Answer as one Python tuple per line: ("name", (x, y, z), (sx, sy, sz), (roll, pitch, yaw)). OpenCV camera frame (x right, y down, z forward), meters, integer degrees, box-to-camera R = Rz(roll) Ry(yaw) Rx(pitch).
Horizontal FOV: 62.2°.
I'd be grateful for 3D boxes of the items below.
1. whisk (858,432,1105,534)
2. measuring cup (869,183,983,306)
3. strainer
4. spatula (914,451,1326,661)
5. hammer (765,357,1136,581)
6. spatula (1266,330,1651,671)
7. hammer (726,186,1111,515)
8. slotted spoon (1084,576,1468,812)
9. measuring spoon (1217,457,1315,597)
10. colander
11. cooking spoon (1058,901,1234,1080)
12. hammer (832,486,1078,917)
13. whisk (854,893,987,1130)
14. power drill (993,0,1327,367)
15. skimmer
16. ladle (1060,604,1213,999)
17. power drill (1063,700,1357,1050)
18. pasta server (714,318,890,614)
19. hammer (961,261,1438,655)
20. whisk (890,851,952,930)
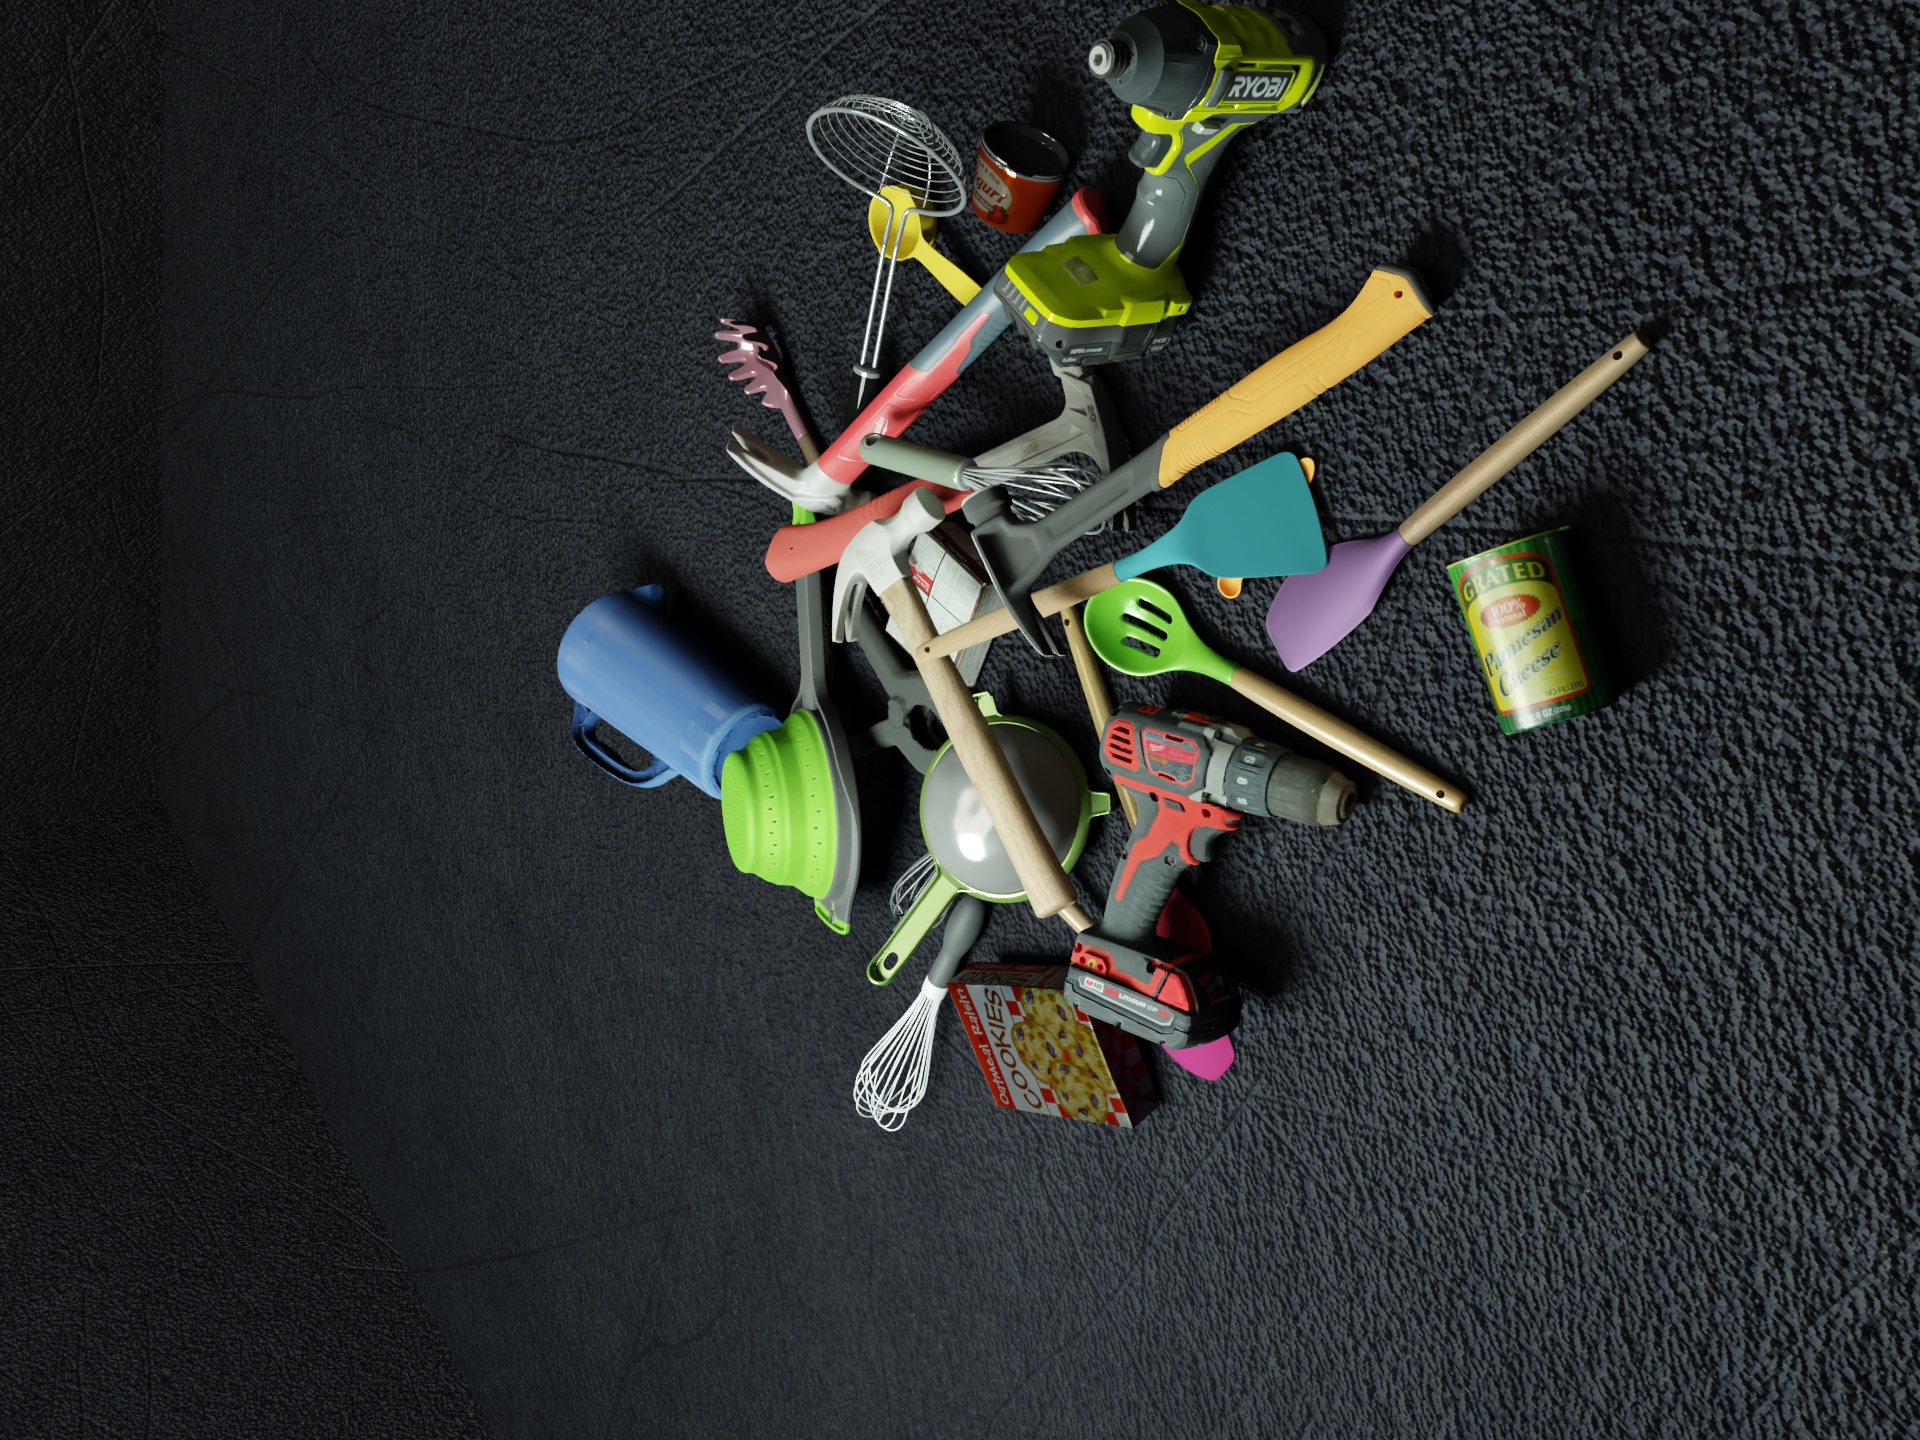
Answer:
("whisk", (0.011, -0.179, 1.170), (0.246, 0.058, 0.059), (23, 154, 40))
("measuring cup", (-0.010, -0.360, 1.242), (0.157, 0.029, 0.062), (46, 137, 15))
("strainer", (-0.008, 0.110, 1.257), (0.152, 0.069, 0.256), (41, 103, 23))
("spatula", (0.096, -0.093, 1.104), (0.317, 0.044, 0.082), (-20, 82, 36))
("hammer", (-0.022, -0.166, 1.249), (0.359, 0.036, 0.149), (-18, 82, 40))
("spatula", (0.287, -0.129, 0.963), (0.316, 0.018, 0.060), (-45, 61, 47))
("hammer", (-0.031, -0.280, 1.221), (0.386, 0.143, 0.038), (-37, 33, 44))
("slotted spoon", (0.208, -0.016, 1.083), (0.314, 0.031, 0.070), (33, 111, 36))
("measuring spoon", (0.207, -0.129, 1.066), (0.021, 0.011, 0.116), (48, 130, 25))
("colander", (-0.166, -0.002, 1.434), (0.204, 0.094, 0.397), (-164, 70, -69))
("cooking spoon", (0.094, 0.159, 1.254), (0.319, 0.017, 0.068), (45, 132, 21))
("hammer", (-0.002, -0.004, 1.201), (0.130, 0.031, 0.331), (-36, 73, 32))
("whisk", (-0.033, 0.261, 1.432), (0.070, 0.070, 0.284), (44, 126, 32))
("power drill", (0.112, -0.334, 0.989), (0.080, 0.171, 0.223), (53, 139, 24))
("skimmer", (-0.076, -0.314, 1.243), (0.127, 0.090, 0.363), (23, 134, 9))
("ladle", (0.128, 0.060, 1.202), (0.069, 0.031, 0.315), (-23, 82, 42))
("power drill", (0.171, 0.110, 1.111), (0.188, 0.080, 0.226), (17, 102, 37))
("pasta server", (-0.132, -0.226, 1.410), (0.316, 0.040, 0.060), (62, 151, 14))
("hammer", (0.152, -0.171, 1.011), (0.337, 0.034, 0.127), (-32, 75, 29))
("whisk", (-0.003, 0.103, 1.355), (0.055, 0.055, 0.238), (52, 131, 26))
